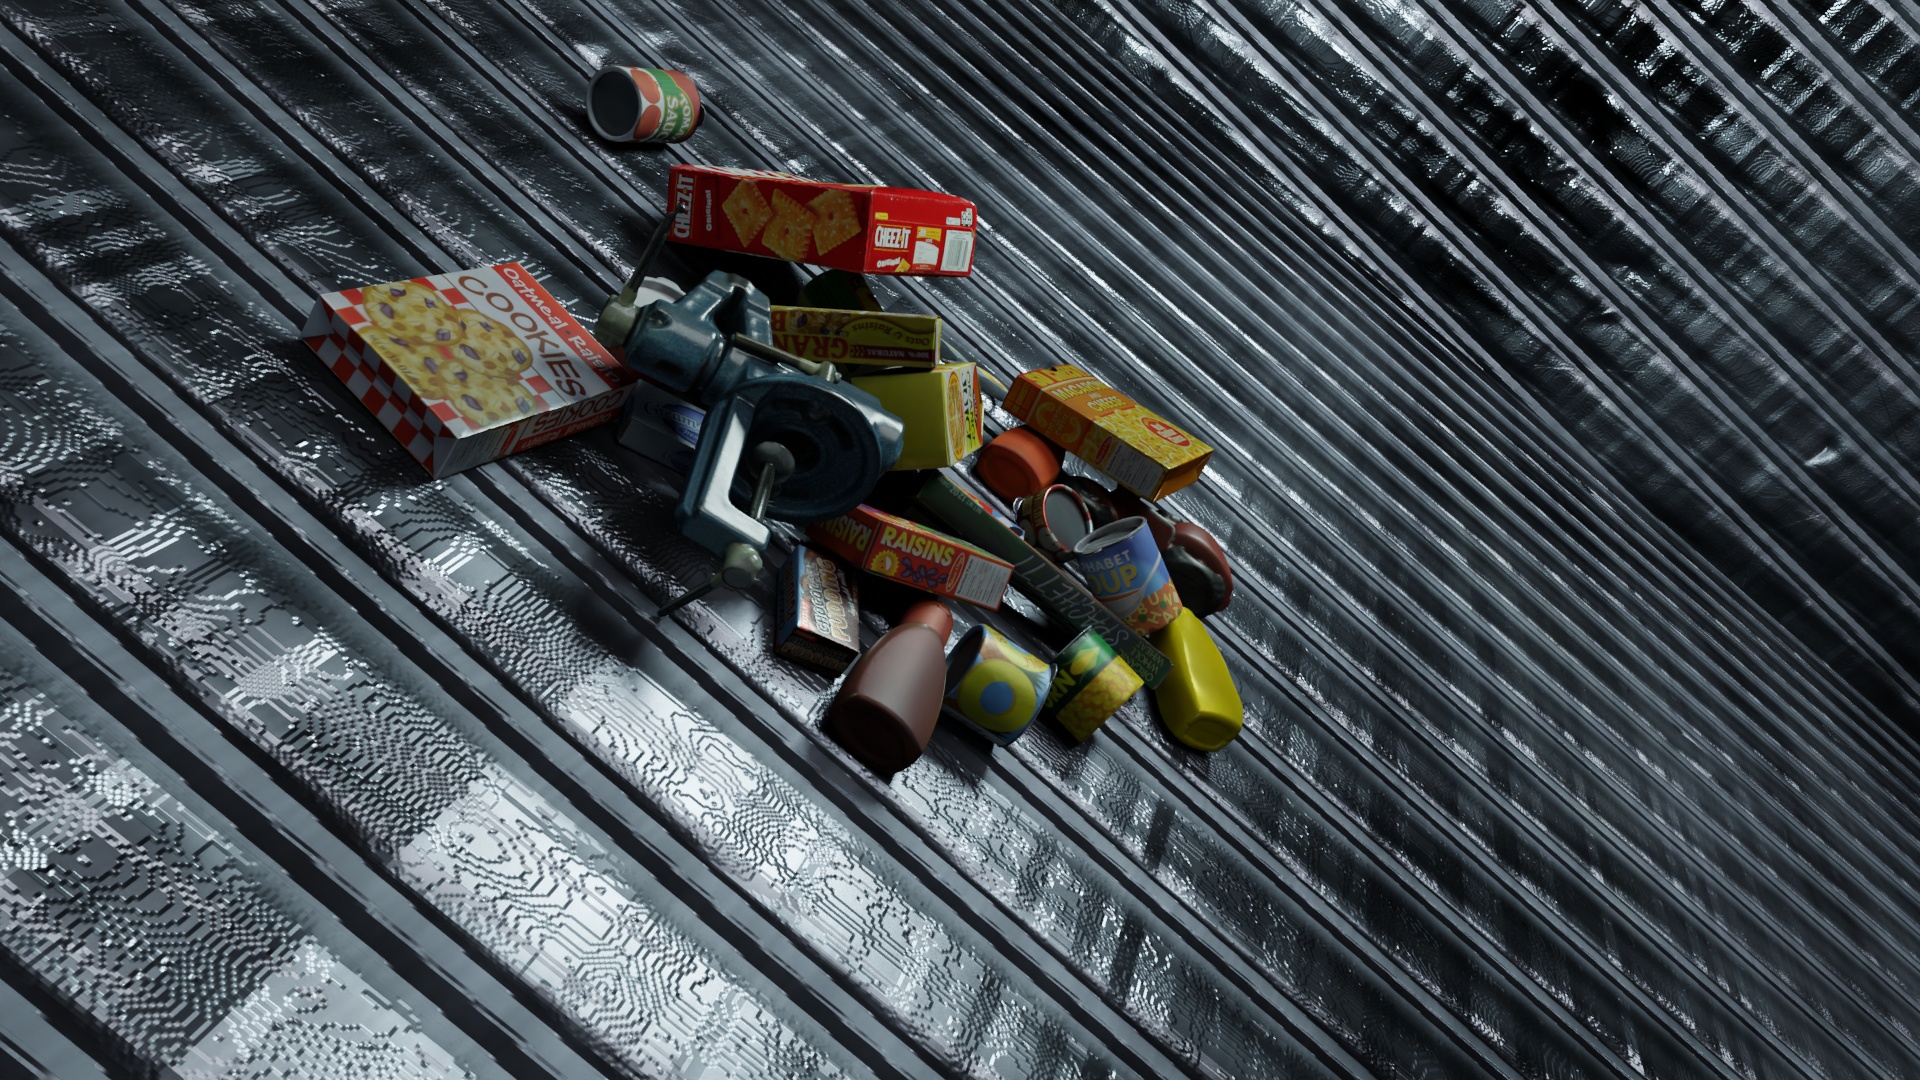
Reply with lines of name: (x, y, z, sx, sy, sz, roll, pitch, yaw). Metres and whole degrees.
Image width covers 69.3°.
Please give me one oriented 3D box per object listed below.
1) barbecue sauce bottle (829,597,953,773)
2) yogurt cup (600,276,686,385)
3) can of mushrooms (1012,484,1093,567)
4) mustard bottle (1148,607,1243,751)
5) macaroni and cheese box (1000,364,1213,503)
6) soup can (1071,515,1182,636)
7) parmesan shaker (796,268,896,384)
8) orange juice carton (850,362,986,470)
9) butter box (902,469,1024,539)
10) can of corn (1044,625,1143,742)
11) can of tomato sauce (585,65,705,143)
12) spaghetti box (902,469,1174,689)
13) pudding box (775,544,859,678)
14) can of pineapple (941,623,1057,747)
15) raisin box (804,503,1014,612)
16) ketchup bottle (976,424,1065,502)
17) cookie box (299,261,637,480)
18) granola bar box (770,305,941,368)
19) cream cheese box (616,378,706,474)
barbecue sauce bottle: (-0.037, 0.087, 0.917, 0.065, 0.043, 0.149, 44, 28, -10)
yogurt cup: (-0.225, -0.150, 1.007, 0.072, 0.053, 0.073, 30, 31, -20)
can of mushrooms: (0.079, -0.014, 1.180, 0.071, 0.033, 0.071, 22, 57, -38)
mustard bottle: (0.188, 0.102, 1.159, 0.065, 0.048, 0.161, 26, 32, -25)
macaroni and cheese box: (0.137, -0.103, 1.277, 0.167, 0.040, 0.124, 34, 25, 18)
soup can: (0.137, 0.033, 1.147, 0.083, 0.071, 0.072, 66, 27, -11)
parmesan shaker: (-0.090, -0.174, 1.192, 0.071, 0.071, 0.103, 5, 45, -47)
orange juice carton: (-0.028, -0.103, 1.106, 0.072, 0.073, 0.193, -2, 10, 10)
butter box: (0.004, -0.014, 1.124, 0.103, 0.024, 0.053, 34, 30, -13)
can of corn: (0.090, 0.107, 1.020, 0.058, 0.071, 0.071, 46, 29, 9)
can of tomato sauce: (-0.285, -0.392, 1.256, 0.071, 0.071, 0.083, 47, 30, 10)
spaghetti box: (0.062, 0.032, 1.085, 0.250, 0.029, 0.050, 39, -9, -12)
pudding box: (-0.095, 0.046, 0.918, 0.049, 0.030, 0.084, 26, 32, -24)
can of pineapple: (0.022, 0.097, 0.947, 0.058, 0.070, 0.071, 34, 30, -13)
raisin box: (-0.036, 0.008, 0.991, 0.123, 0.040, 0.086, 20, 4, -37)
ketchup bottle: (0.068, -0.080, 1.270, 0.065, 0.043, 0.149, 40, 28, 5)
cookie box: (-0.304, -0.112, 0.879, 0.123, 0.040, 0.168, 45, 30, 6)
granola bar box: (-0.098, -0.157, 1.058, 0.166, 0.039, 0.124, 3, 9, 0)
cream cheese box: (-0.188, -0.070, 0.974, 0.104, 0.024, 0.053, 26, 31, -25)
